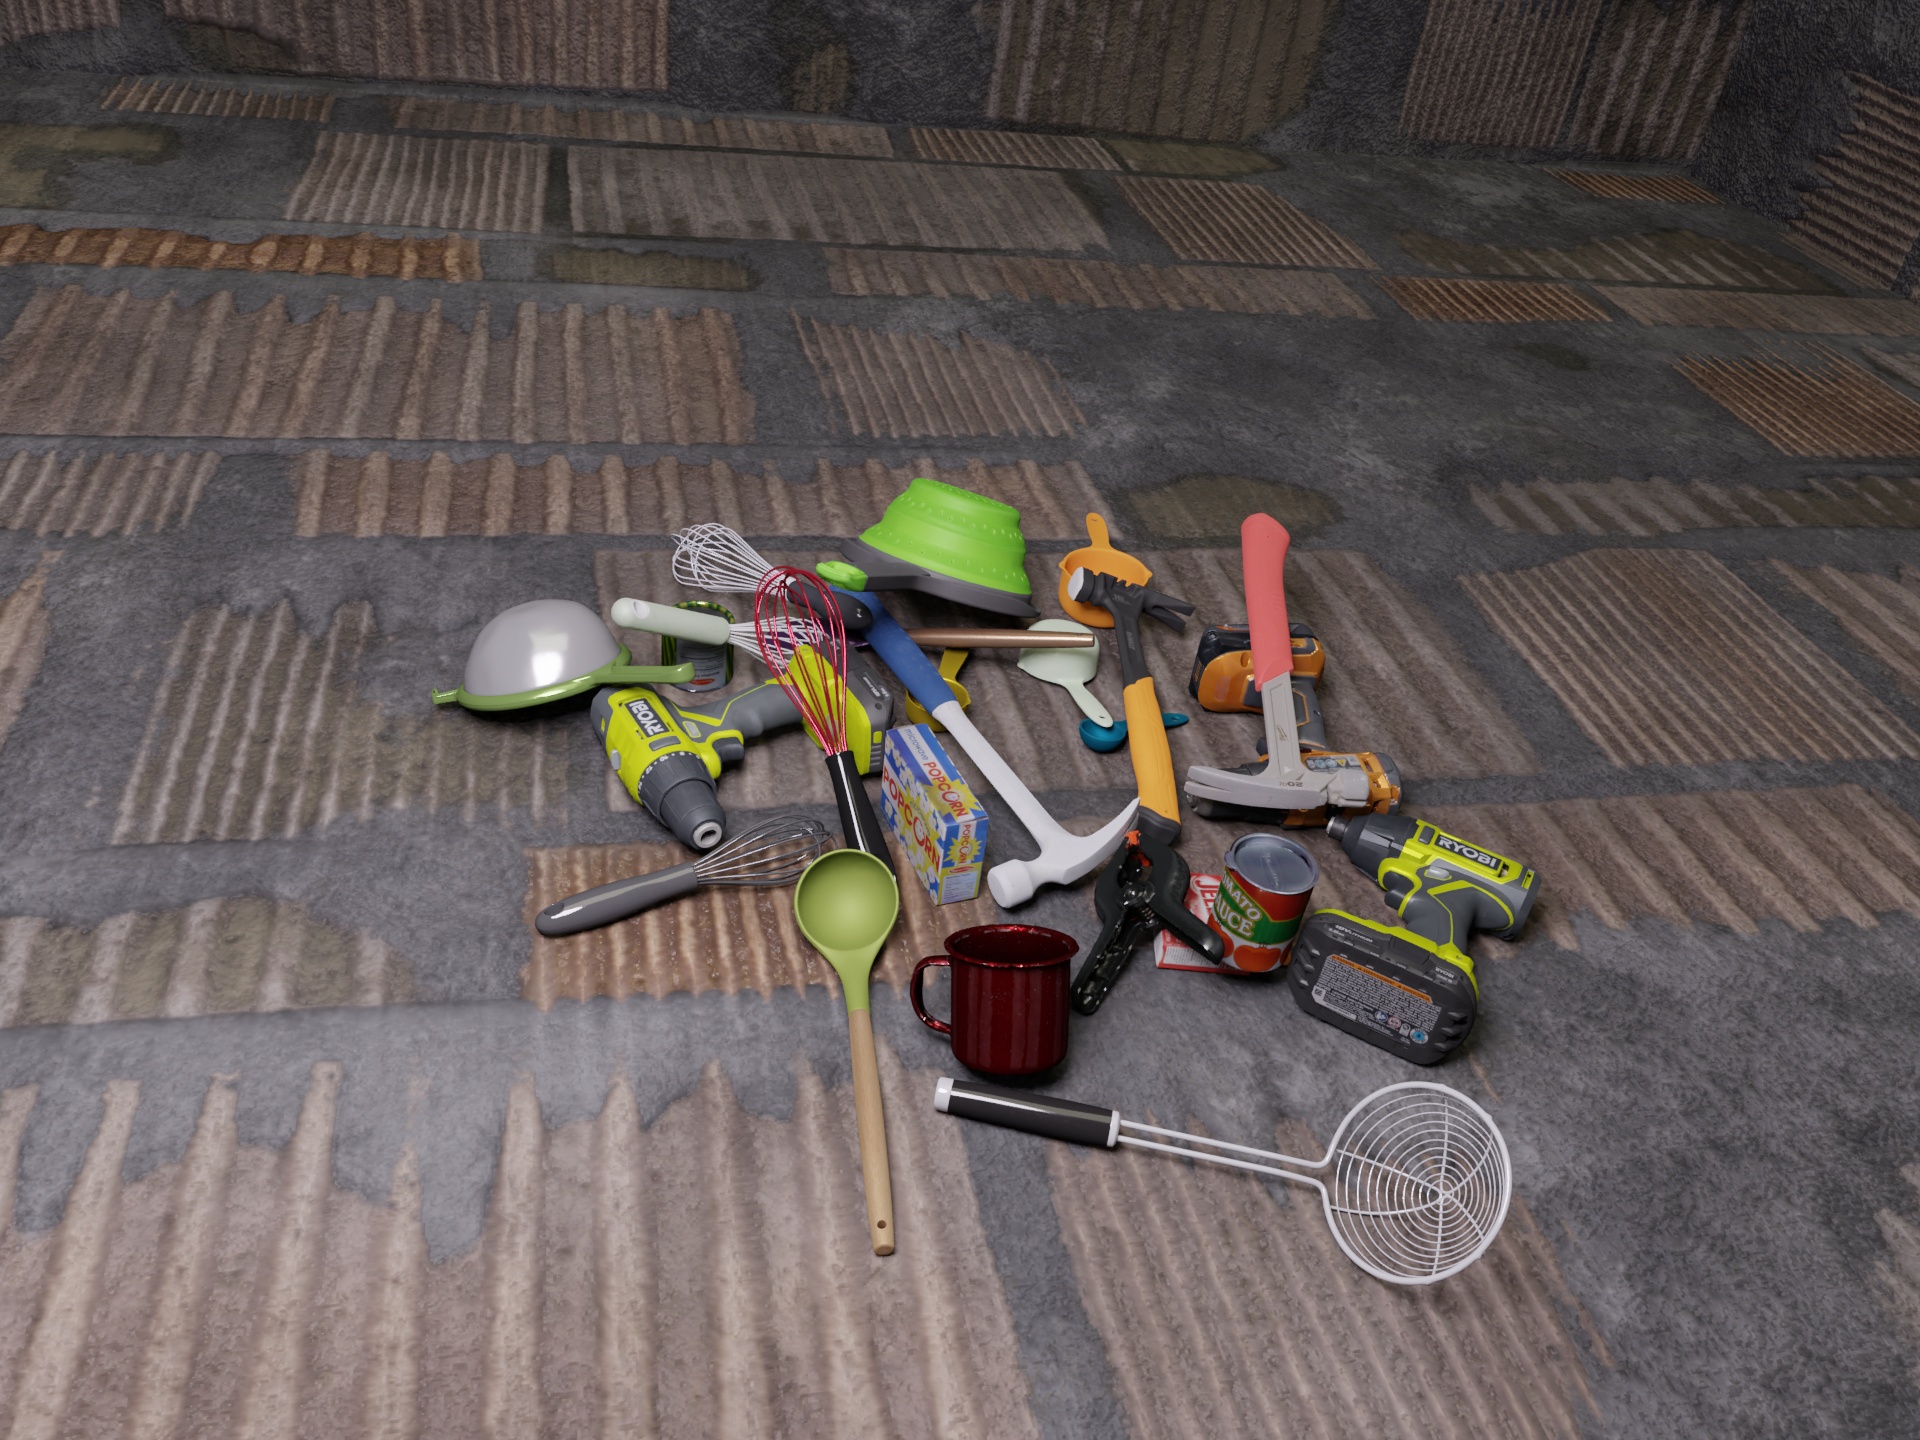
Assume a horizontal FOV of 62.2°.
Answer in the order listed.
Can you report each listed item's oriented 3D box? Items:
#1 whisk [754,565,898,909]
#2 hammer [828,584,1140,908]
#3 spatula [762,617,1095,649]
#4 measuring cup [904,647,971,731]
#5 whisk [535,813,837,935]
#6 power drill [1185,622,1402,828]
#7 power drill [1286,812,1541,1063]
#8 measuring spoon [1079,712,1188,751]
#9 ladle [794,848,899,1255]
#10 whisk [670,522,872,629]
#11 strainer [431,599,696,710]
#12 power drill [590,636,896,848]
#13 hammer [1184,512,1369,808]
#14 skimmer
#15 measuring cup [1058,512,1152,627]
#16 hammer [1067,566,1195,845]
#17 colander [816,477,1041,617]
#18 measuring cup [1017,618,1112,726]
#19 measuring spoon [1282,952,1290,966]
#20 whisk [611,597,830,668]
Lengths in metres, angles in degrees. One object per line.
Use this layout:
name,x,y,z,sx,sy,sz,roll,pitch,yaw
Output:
whisk,-0.101,0.010,1.257,0.073,0.073,0.296,-11,74,-25
hammer,-0.002,-0.004,1.373,0.144,0.035,0.406,-21,47,-21
spatula,-0.032,-0.079,1.485,0.316,0.018,0.060,2,34,13
measuring cup,-0.012,-0.038,1.476,0.062,0.029,0.157,13,33,6
whisk,-0.203,0.120,1.203,0.239,0.055,0.055,-16,42,-24
power drill,0.271,0.009,1.427,0.185,0.084,0.226,-2,41,-12
power drill,0.345,0.154,1.243,0.171,0.080,0.223,23,34,19
measuring spoon,0.160,0.011,1.455,0.128,0.021,0.042,-8,32,-36
ladle,-0.068,0.214,1.088,0.078,0.062,0.321,-7,40,-4
whisk,-0.182,-0.131,1.499,0.070,0.070,0.285,-25,35,-38
strainer,-0.320,-0.063,1.325,0.256,0.069,0.151,2,23,37
power drill,-0.172,0.018,1.322,0.228,0.080,0.191,-16,41,-26
hammer,0.269,-0.063,1.421,0.149,0.036,0.359,5,45,-1
skimmer,0.160,0.270,1.026,0.363,0.090,0.127,10,67,6
measuring cup,0.142,-0.156,1.649,0.095,0.052,0.174,5,34,-5
hammer,0.169,-0.014,1.438,0.127,0.034,0.337,17,39,-16
colander,-0.032,-0.167,1.452,0.204,0.094,0.397,21,11,15
measuring cup,0.109,-0.047,1.485,0.083,0.038,0.168,-2,29,-19
measuring spoon,0.239,0.155,1.275,0.021,0.011,0.117,-2,40,-14
whisk,-0.204,-0.076,1.381,0.246,0.059,0.058,10,56,-51
